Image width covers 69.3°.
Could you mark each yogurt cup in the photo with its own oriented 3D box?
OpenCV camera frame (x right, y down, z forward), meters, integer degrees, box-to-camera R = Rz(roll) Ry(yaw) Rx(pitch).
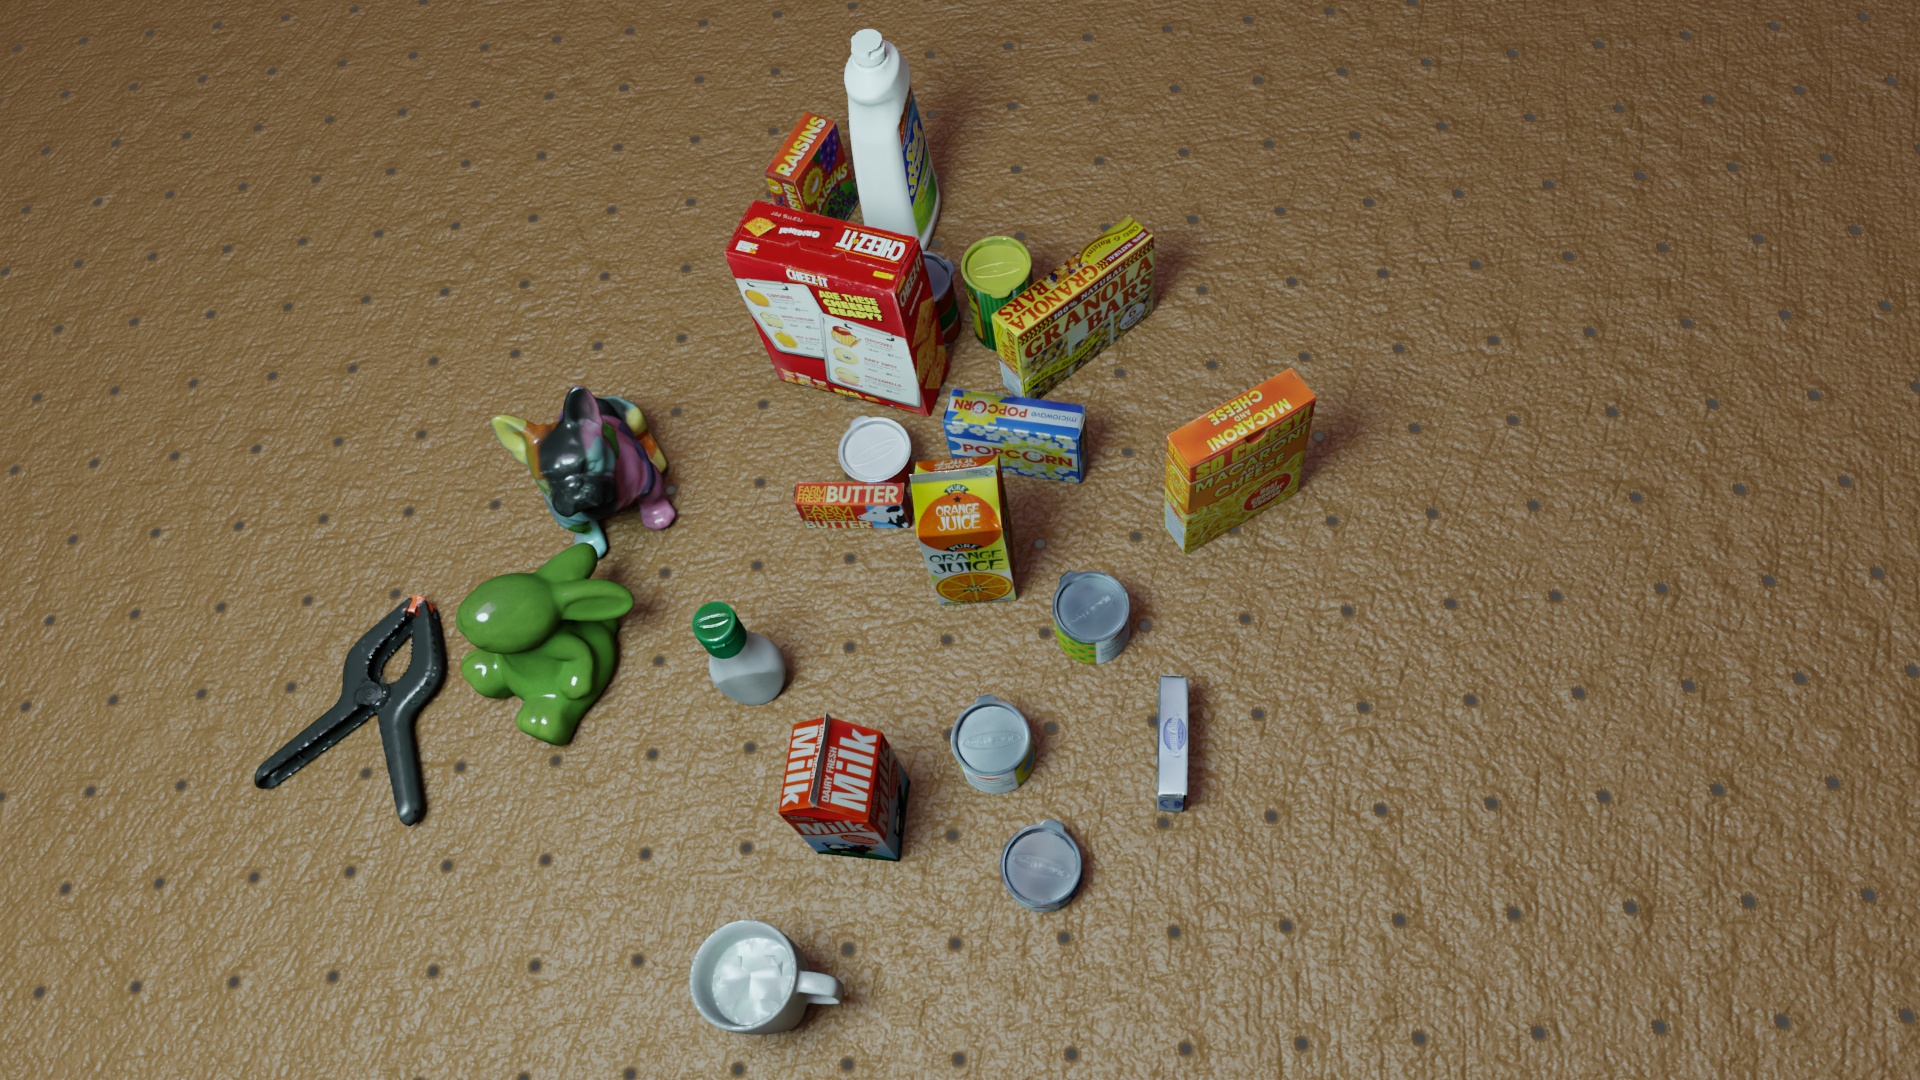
[{"bbox_3d":[-0.077,-0.074,1.305,0.072,0.053,0.072,-3,64,6],"label":"yogurt cup"}]

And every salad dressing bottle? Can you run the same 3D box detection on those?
[{"bbox_3d":[-0.190,0.097,1.184,0.064,0.147,0.044,-12,64,1],"label":"salad dressing bottle"}]

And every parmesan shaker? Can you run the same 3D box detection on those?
[{"bbox_3d":[0.039,-0.234,1.342,0.071,0.102,0.071,-3,64,6],"label":"parmesan shaker"}]

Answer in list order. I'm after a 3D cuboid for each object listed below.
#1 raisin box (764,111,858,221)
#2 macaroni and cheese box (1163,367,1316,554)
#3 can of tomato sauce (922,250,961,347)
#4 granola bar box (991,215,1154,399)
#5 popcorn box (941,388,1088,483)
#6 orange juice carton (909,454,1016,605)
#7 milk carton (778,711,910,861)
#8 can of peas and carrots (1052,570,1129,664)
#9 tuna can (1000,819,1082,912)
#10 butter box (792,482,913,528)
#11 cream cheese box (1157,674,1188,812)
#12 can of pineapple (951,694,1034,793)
[{"bbox_3d":[-0.150,-0.361,1.416,0.040,0.123,0.086,23,69,17],"label":"raisin box"},{"bbox_3d":[0.239,-0.064,1.199,0.124,0.165,0.040,-29,64,-7],"label":"macaroni and cheese box"},{"bbox_3d":[-0.035,-0.234,1.362,0.071,0.082,0.071,-3,64,6],"label":"can of tomato sauce"},{"bbox_3d":[0.110,-0.214,1.312,0.166,0.123,0.039,-38,66,-11],"label":"granola bar box"},{"bbox_3d":[0.053,-0.096,1.283,0.127,0.085,0.038,9,66,11],"label":"popcorn box"},{"bbox_3d":[0.004,-0.015,1.189,0.072,0.192,0.073,-4,64,5],"label":"orange juice carton"},{"bbox_3d":[-0.093,0.197,1.098,0.073,0.189,0.072,3,65,9],"label":"milk carton"},{"bbox_3d":[0.113,0.066,1.210,0.071,0.058,0.071,-3,64,6],"label":"can of peas and carrots"},{"bbox_3d":[0.067,0.265,1.133,0.071,0.032,0.071,-3,64,6],"label":"tuna can"},{"bbox_3d":[-0.099,-0.032,1.288,0.103,0.053,0.024,1,65,7],"label":"butter box"},{"bbox_3d":[0.176,0.169,1.155,0.024,0.053,0.104,1,64,8],"label":"cream cheese box"},{"bbox_3d":[0.029,0.173,1.169,0.071,0.057,0.071,-3,64,6],"label":"can of pineapple"}]
